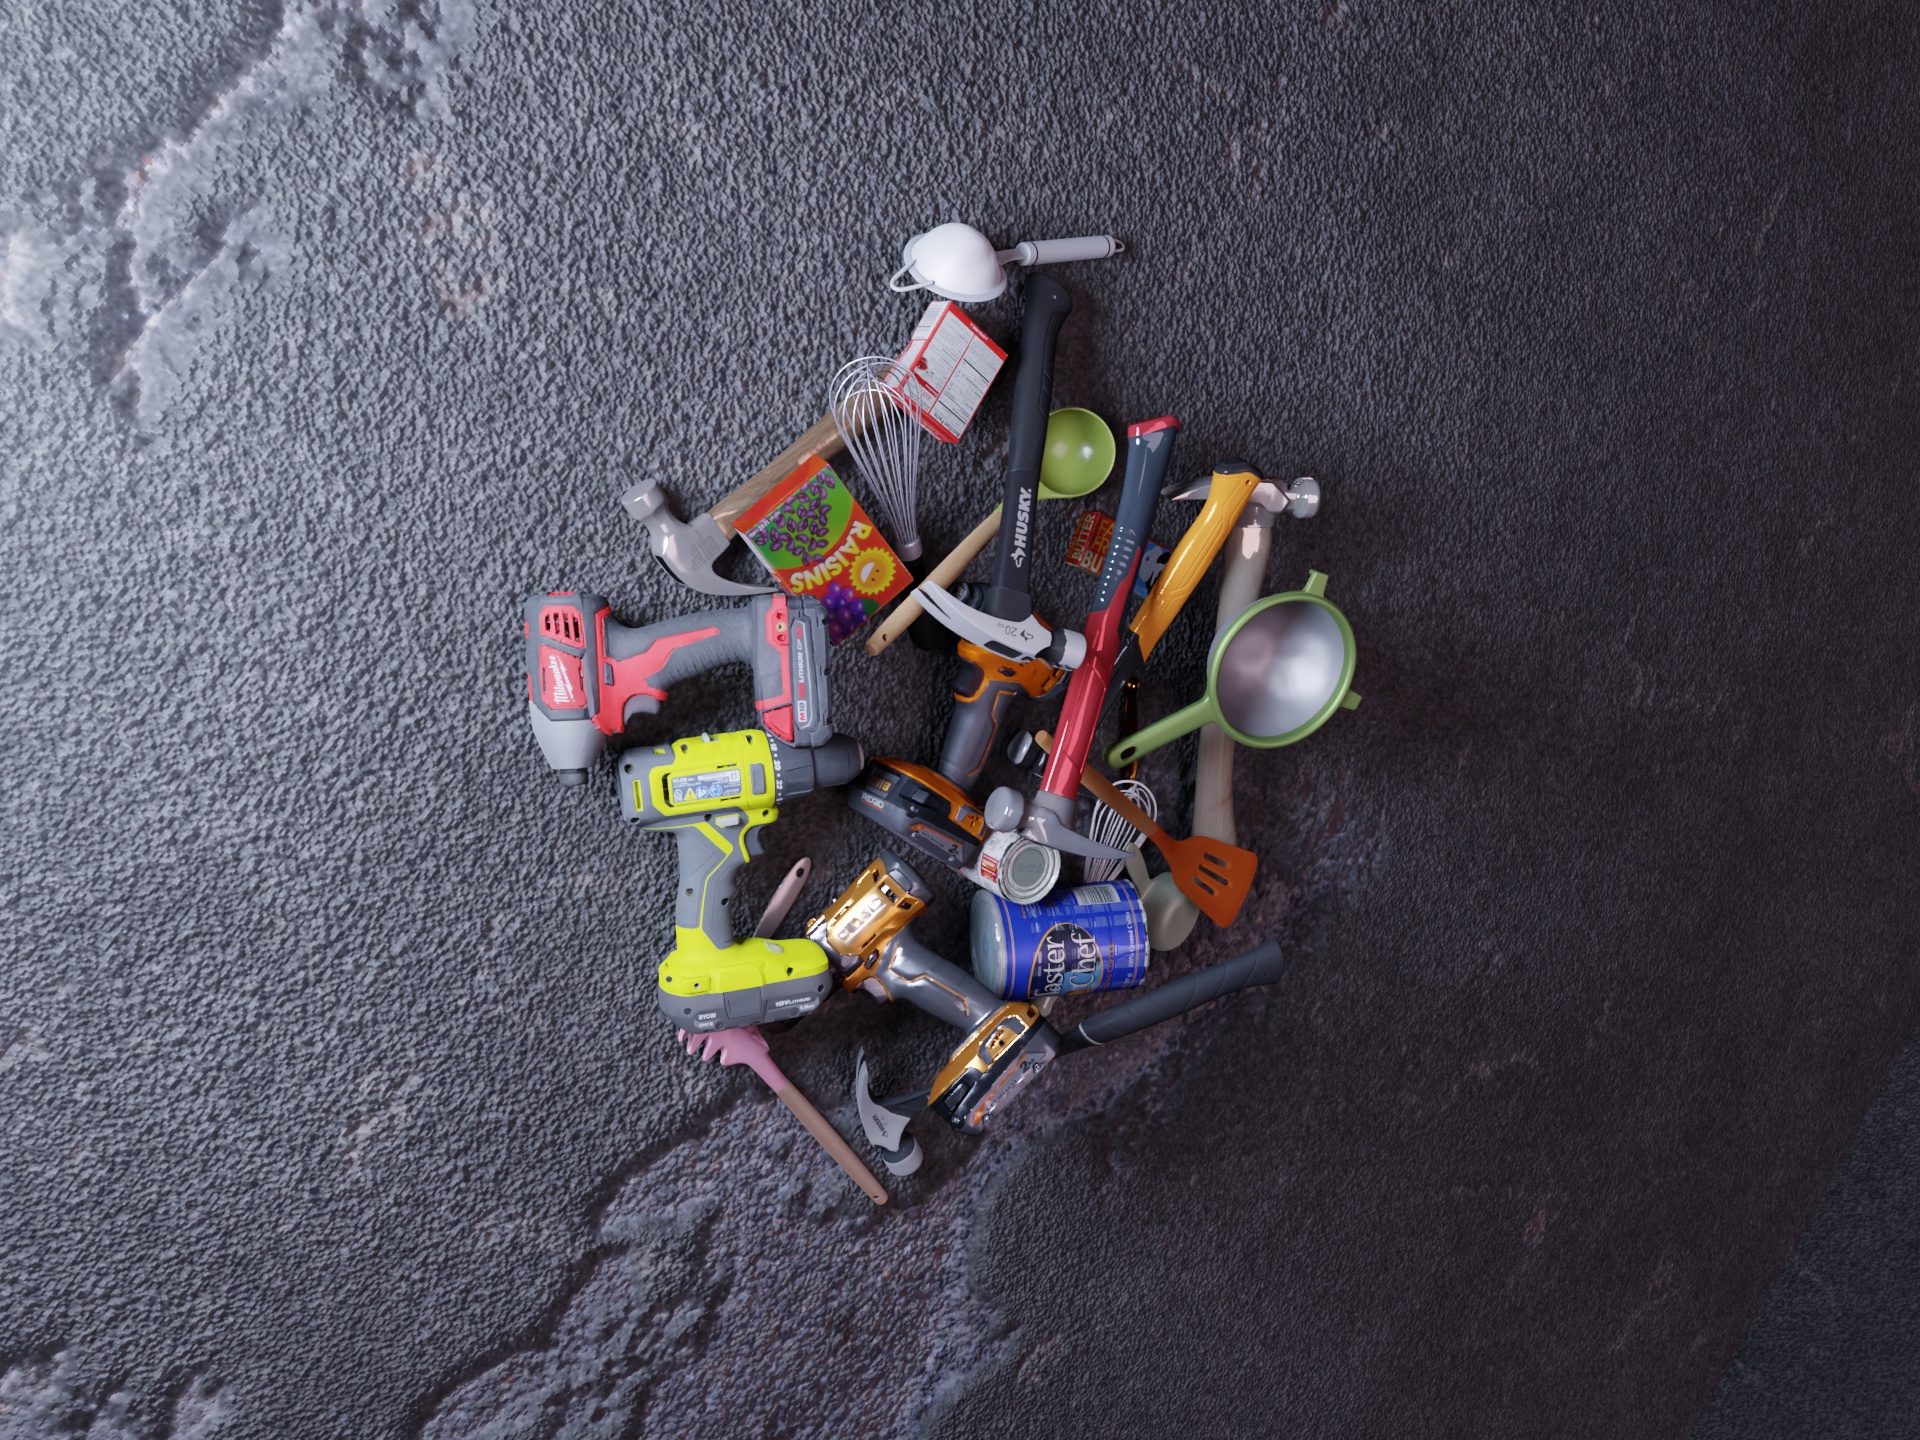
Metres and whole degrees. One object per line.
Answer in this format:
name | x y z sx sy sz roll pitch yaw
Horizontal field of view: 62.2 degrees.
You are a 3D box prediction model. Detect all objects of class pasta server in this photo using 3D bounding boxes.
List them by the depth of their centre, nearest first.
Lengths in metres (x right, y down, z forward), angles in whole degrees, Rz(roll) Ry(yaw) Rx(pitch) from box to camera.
pasta server | -0.144 0.340 1.390 0.060 0.040 0.315 -23 125 14

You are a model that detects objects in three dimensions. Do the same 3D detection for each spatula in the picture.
spatula | 0.171 0.091 1.468 0.322 0.041 0.081 39 72 -40

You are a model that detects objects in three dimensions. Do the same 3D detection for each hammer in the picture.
hammer | -0.107 -0.220 1.263 0.331 0.031 0.130 -42 122 -18
hammer | 0.048 -0.214 1.296 0.146 0.035 0.335 15 72 -25
hammer | 0.136 -0.074 1.371 0.143 0.038 0.386 20 83 -29
hammer | 0.097 0.283 1.423 0.409 0.036 0.149 -23 126 3
hammer | 0.177 -0.082 1.438 0.127 0.034 0.337 24 103 -29
hammer | 0.244 -0.030 1.517 0.146 0.038 0.410 -2 112 -13

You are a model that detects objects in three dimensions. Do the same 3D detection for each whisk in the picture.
whisk | -0.047 -0.166 1.276 0.070 0.070 0.284 -34 136 -23
whisk | 0.121 0.171 1.525 0.059 0.058 0.246 24 92 -2

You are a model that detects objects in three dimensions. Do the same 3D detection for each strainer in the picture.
strainer | 0.048 -0.386 1.307 0.258 0.087 0.050 -19 152 -40
strainer | 0.235 -0.031 1.450 0.256 0.069 0.151 -27 119 -6

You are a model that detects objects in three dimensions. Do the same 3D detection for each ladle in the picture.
ladle | 0.025 -0.156 1.307 0.078 0.062 0.320 51 55 -14

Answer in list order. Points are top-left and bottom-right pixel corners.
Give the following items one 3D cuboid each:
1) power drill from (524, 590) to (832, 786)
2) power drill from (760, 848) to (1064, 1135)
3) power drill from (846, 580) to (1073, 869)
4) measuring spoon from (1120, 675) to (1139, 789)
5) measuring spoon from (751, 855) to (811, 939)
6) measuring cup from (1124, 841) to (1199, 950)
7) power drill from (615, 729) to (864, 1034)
power drill | -0.207 -0.026 1.174 0.219 0.078 0.143 -2 94 -8
power drill | -0.048 0.248 1.345 0.185 0.084 0.226 -45 82 -4
power drill | -0.002 -0.004 1.352 0.164 0.084 0.226 38 78 -49
measuring spoon | 0.160 0.011 1.526 0.021 0.011 0.116 -14 114 -31
measuring spoon | -0.157 0.171 1.345 0.034 0.018 0.124 34 82 -36
measuring cup | 0.192 0.167 1.540 0.083 0.038 0.167 -51 145 -16
power drill | -0.165 0.119 1.261 0.190 0.080 0.228 -7 102 -16
